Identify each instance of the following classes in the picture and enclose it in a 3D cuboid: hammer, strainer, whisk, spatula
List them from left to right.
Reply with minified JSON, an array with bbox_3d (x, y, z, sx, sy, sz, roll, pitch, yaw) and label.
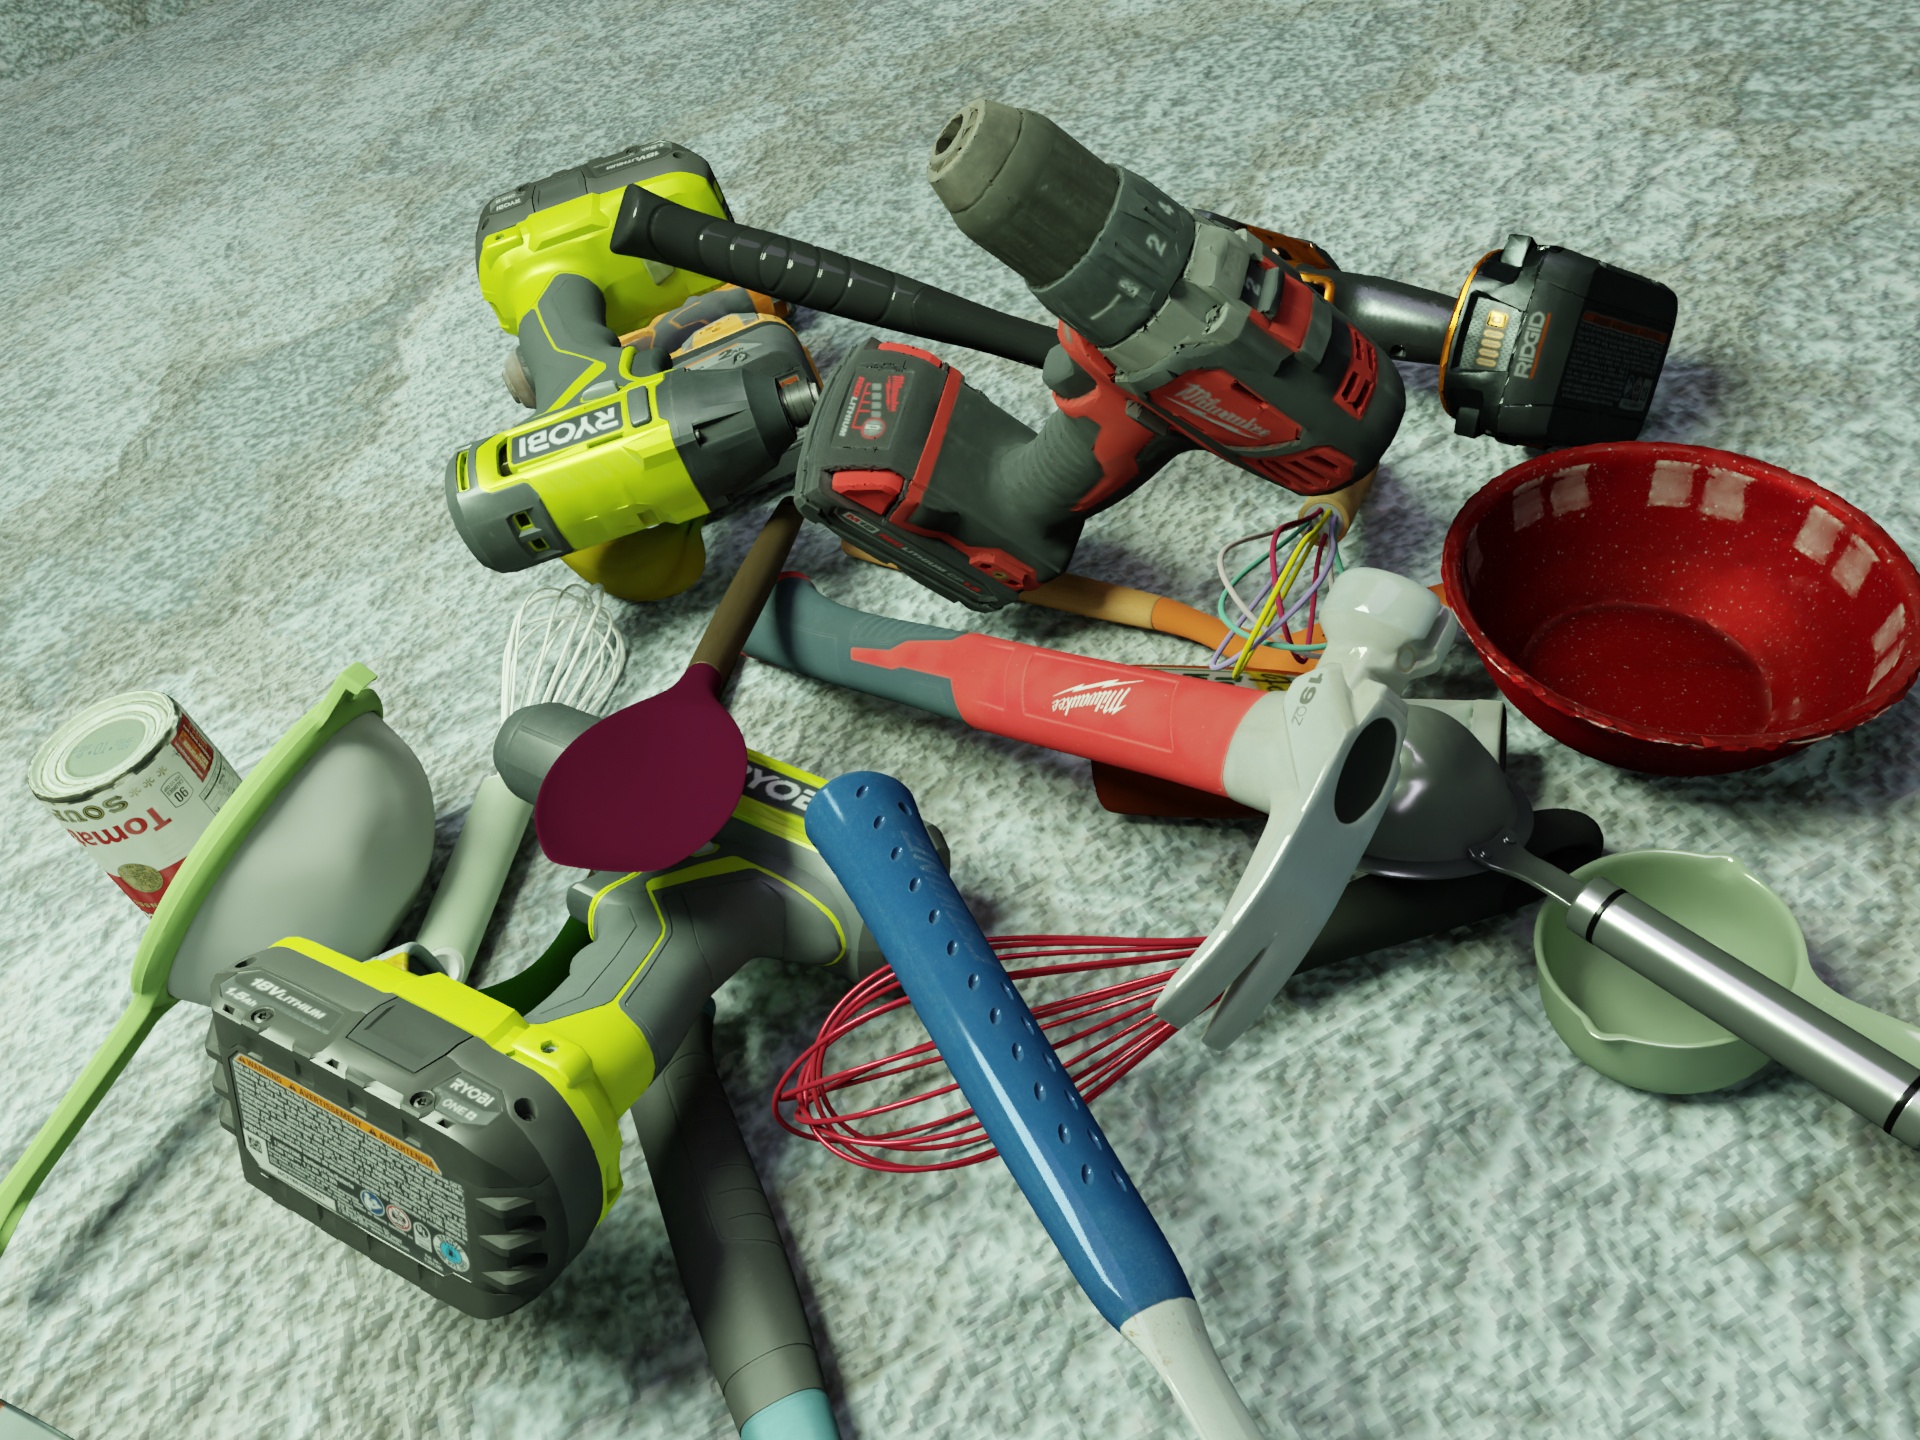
[{"bbox_3d":[-0.282,0.107,0.627,0.069,0.151,0.256,31,66,-7],"label":"strainer"},{"bbox_3d":[-0.202,0.027,0.716,0.059,0.057,0.247,-35,32,38],"label":"whisk"},{"bbox_3d":[-0.056,0.197,0.480,0.128,0.033,0.331,-25,41,-8],"label":"hammer"},{"bbox_3d":[-0.001,-0.002,0.597,0.386,0.038,0.143,15,74,55],"label":"hammer"},{"bbox_3d":[0.002,-0.177,0.712,0.335,0.035,0.146,17,6,2],"label":"hammer"},{"bbox_3d":[0.068,-0.060,0.703,0.323,0.041,0.081,17,36,36],"label":"spatula"},{"bbox_3d":[0.050,0.152,0.381,0.035,0.144,0.406,-54,45,20],"label":"hammer"},{"bbox_3d":[0.080,0.084,0.531,0.296,0.073,0.073,-18,41,-6],"label":"whisk"},{"bbox_3d":[0.144,-0.075,0.636,0.051,0.047,0.245,0,24,23],"label":"whisk"},{"bbox_3d":[0.187,0.051,0.481,0.087,0.050,0.259,-23,42,-31],"label":"strainer"}]

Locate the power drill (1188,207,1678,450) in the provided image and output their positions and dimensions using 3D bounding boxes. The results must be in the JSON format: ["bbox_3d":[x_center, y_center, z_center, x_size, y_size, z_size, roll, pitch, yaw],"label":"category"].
[{"bbox_3d":[0.180,-0.184,0.717,0.227,0.084,0.164,25,21,38],"label":"power drill"}]

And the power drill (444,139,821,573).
[{"bbox_3d":[-0.161,-0.182,0.777,0.171,0.080,0.223,-18,51,4],"label":"power drill"}]

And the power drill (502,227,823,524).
[{"bbox_3d":[-0.175,-0.200,0.922,0.185,0.084,0.226,-23,37,-1],"label":"power drill"}]

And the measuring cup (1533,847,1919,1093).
[{"bbox_3d":[0.251,0.096,0.467,0.168,0.038,0.083,27,59,38],"label":"measuring cup"}]

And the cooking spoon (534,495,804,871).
[{"bbox_3d":[-0.097,-0.028,0.641,0.069,0.017,0.319,4,29,4],"label":"cooking spoon"}]

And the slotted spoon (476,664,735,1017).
[{"bbox_3d":[-0.143,0.058,0.652,0.031,0.070,0.314,-26,29,31],"label":"slotted spoon"}]

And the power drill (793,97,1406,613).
[{"bbox_3d":[0.024,-0.127,0.593,0.227,0.187,0.080,-15,53,54],"label":"power drill"}]

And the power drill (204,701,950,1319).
[{"bbox_3d":[-0.136,0.073,0.548,0.191,0.080,0.228,21,34,20],"label":"power drill"}]
